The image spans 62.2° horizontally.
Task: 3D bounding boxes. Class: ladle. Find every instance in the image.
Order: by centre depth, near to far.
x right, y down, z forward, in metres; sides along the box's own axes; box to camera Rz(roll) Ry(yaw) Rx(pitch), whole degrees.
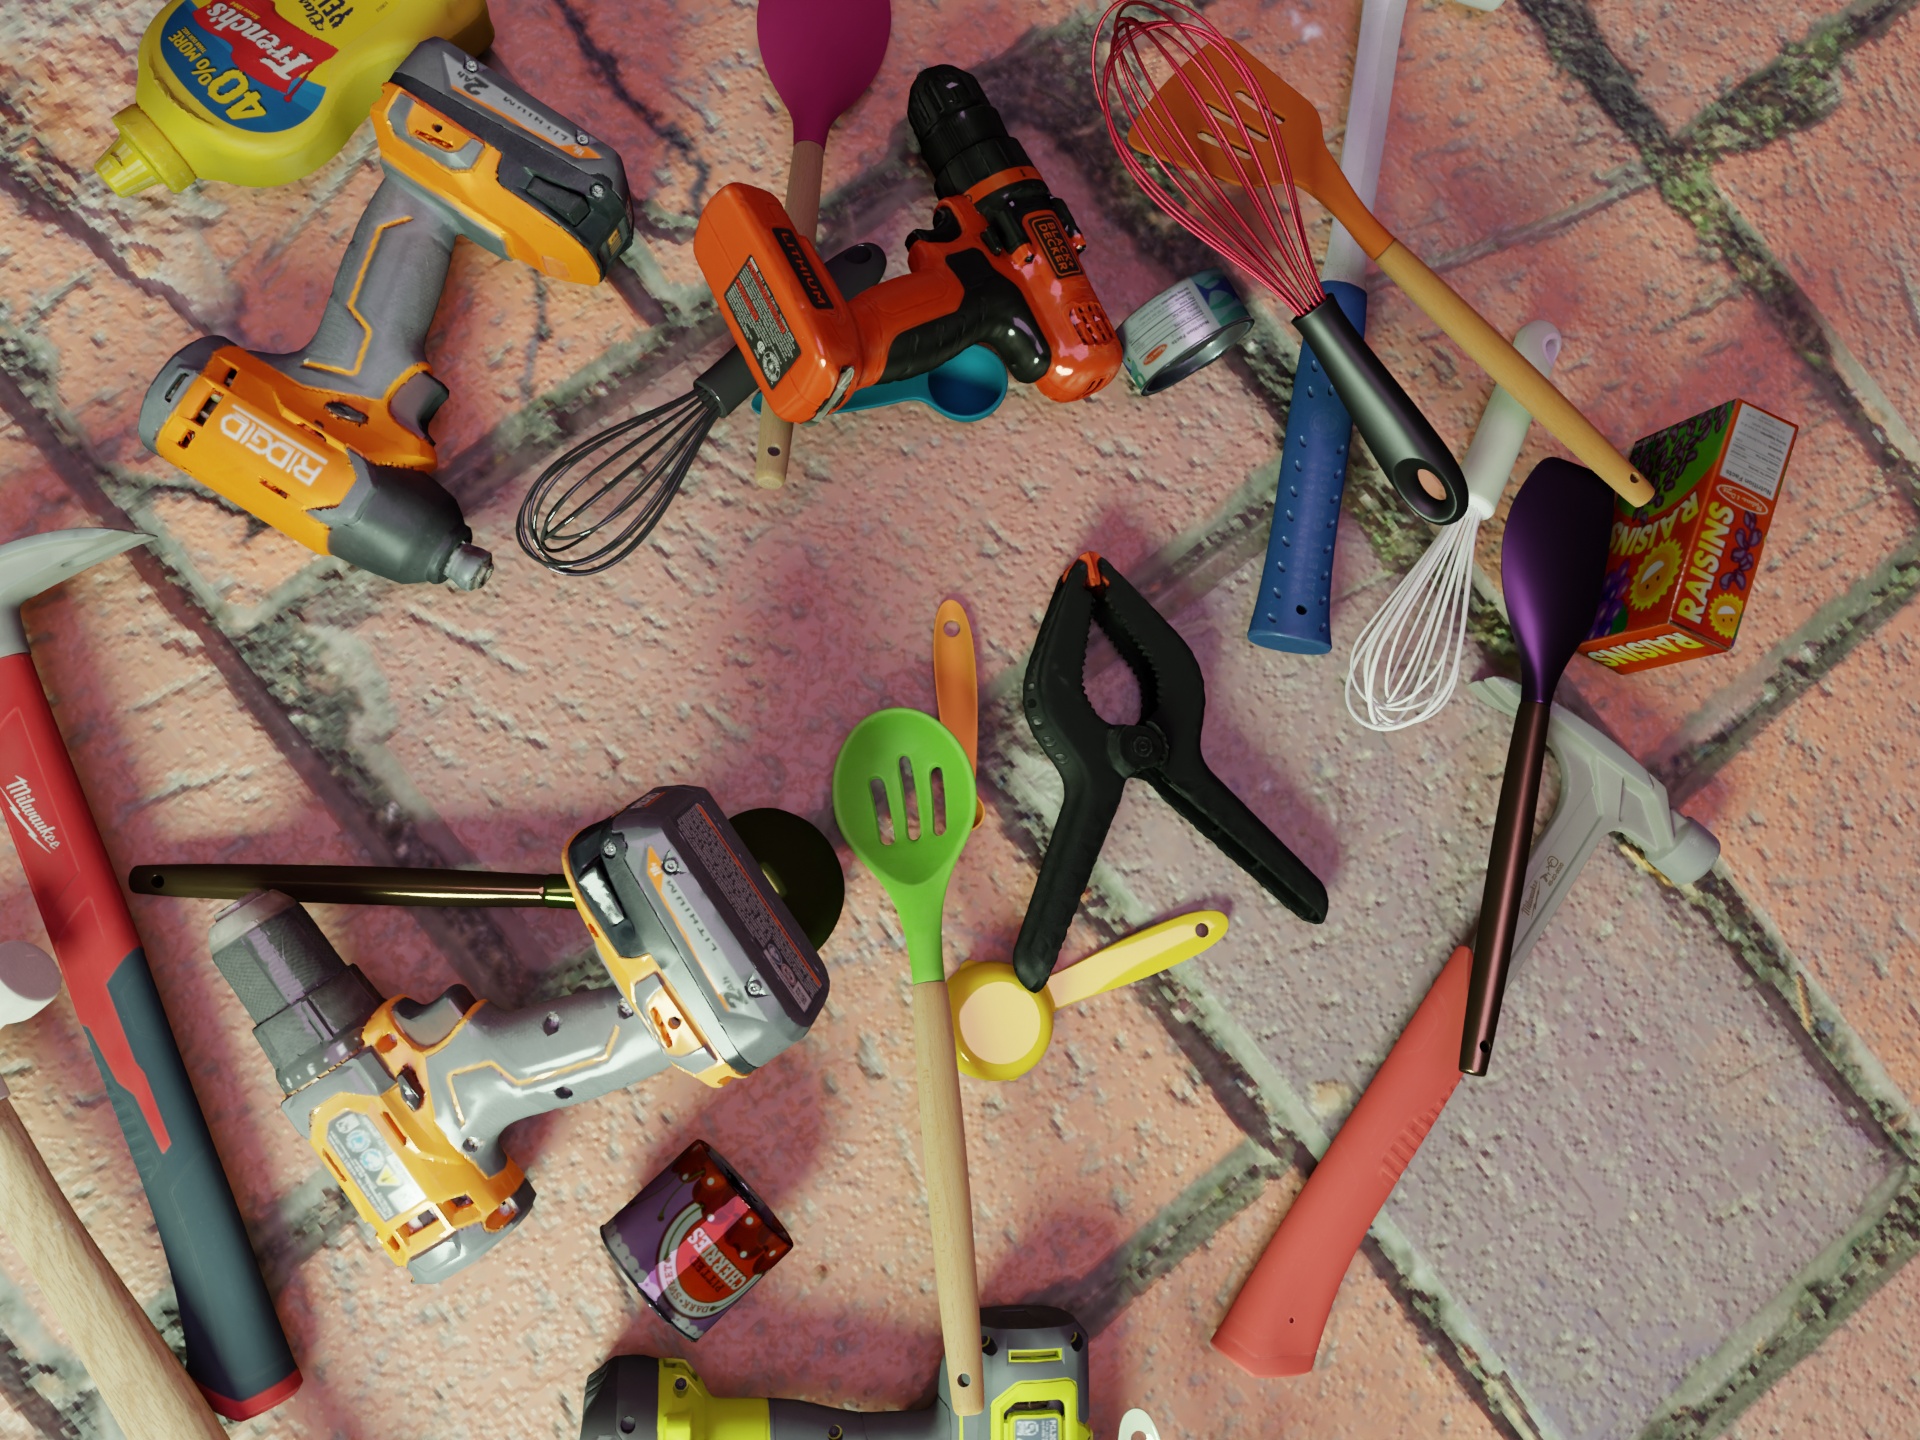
[{"bbox_3d":[-0.214,0.076,0.733,0.320,0.062,0.078,2,91,-1],"label":"ladle"}]

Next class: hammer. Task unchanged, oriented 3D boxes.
[{"bbox_3d":[-0.349,0.261,0.659,0.130,0.031,0.331,-36,86,12],"label":"hammer"},{"bbox_3d":[-0.355,0.110,0.691,0.143,0.038,0.386,-22,88,7],"label":"hammer"},{"bbox_3d":[0.227,0.155,0.781,0.149,0.036,0.359,37,79,-2],"label":"hammer"},{"bbox_3d":[0.194,-0.236,0.829,0.144,0.035,0.405,11,81,-7],"label":"hammer"}]

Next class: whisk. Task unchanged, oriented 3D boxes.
[{"bbox_3d":[0.157,-0.213,0.758,0.073,0.073,0.295,-40,102,-11],"label":"whisk"},{"bbox_3d":[-0.117,-0.155,0.765,0.055,0.055,0.239,44,72,-1],"label":"whisk"},{"bbox_3d":[0.259,-0.103,0.819,0.057,0.059,0.246,38,72,-39],"label":"whisk"}]

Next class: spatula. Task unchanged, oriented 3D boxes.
[{"bbox_3d":[0.276,0.016,0.780,0.059,0.018,0.316,17,76,-10],"label":"spatula"},{"bbox_3d":[0.228,-0.218,0.803,0.322,0.041,0.081,42,80,-6],"label":"spatula"}]

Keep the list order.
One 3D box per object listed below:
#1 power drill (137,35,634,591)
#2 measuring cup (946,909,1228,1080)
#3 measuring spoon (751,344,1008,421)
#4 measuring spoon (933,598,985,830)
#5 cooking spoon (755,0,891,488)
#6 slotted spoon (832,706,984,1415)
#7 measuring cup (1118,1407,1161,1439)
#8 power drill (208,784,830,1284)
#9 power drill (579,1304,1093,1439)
[{"bbox_3d":[-0.245,-0.178,0.738,0.164,0.084,0.226,33,84,-4],"label":"power drill"},{"bbox_3d":[0.062,0.125,0.764,0.156,0.029,0.062,-22,86,-9],"label":"measuring cup"},{"bbox_3d":[-0.040,-0.162,0.799,0.128,0.021,0.042,-6,72,0],"label":"measuring spoon"},{"bbox_3d":[-0.001,-0.003,0.785,0.021,0.011,0.117,-4,80,-4],"label":"measuring spoon"},{"bbox_3d":[-0.076,-0.258,0.777,0.068,0.017,0.319,7,71,-9],"label":"cooking spoon"},{"bbox_3d":[-0.014,0.146,0.723,0.070,0.031,0.314,-9,71,8],"label":"slotted spoon"},{"bbox_3d":[0.089,0.381,0.716,0.083,0.038,0.167,-9,95,1],"label":"measuring cup"},{"bbox_3d":[-0.194,0.113,0.674,0.226,0.084,0.185,-32,95,11],"label":"power drill"},{"bbox_3d":[-0.051,0.362,0.695,0.228,0.080,0.191,2,81,-11],"label":"power drill"}]
